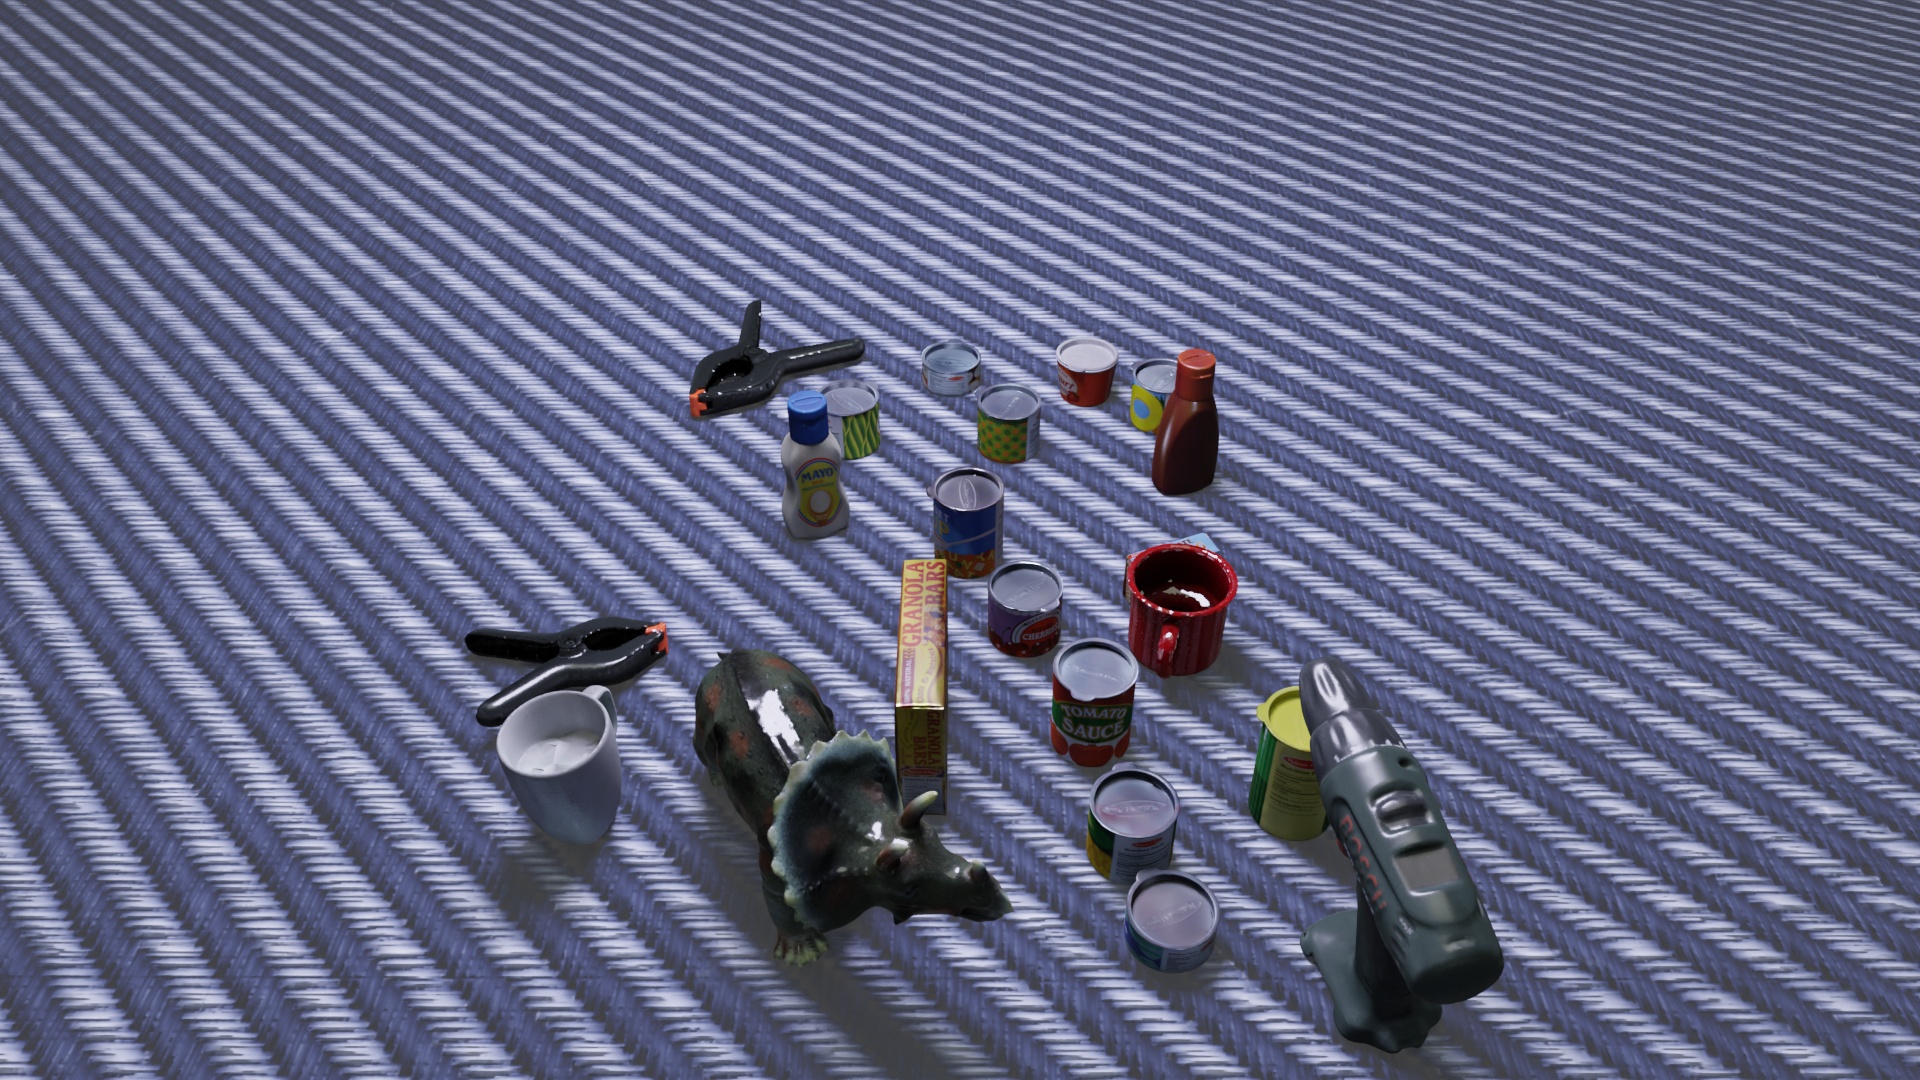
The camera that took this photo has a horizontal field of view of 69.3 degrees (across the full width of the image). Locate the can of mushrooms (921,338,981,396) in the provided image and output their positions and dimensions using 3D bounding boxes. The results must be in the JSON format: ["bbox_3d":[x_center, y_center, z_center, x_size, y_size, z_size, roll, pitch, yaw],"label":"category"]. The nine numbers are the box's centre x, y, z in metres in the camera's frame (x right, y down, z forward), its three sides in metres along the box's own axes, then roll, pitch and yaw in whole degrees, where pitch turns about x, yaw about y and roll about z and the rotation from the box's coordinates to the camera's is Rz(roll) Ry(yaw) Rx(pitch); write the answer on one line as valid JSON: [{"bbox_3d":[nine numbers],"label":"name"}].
[{"bbox_3d":[-0.010,-0.192,1.539,0.071,0.033,0.071,0,40,0],"label":"can of mushrooms"}]

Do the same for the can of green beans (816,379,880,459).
[{"bbox_3d":[-0.116,-0.125,1.440,0.071,0.057,0.071,0,40,0],"label":"can of green beans"}]

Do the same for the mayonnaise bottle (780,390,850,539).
[{"bbox_3d":[-0.139,-0.070,1.304,0.065,0.147,0.041,-13,41,-15],"label":"mayonnaise bottle"}]

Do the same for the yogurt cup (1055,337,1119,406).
[{"bbox_3d":[0.137,-0.182,1.511,0.072,0.053,0.073,0,40,0],"label":"yogurt cup"}]

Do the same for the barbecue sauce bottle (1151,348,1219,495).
[{"bbox_3d":[0.224,-0.115,1.357,0.065,0.147,0.044,-14,42,-16],"label":"barbecue sauce bottle"}]

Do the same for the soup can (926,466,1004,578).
[{"bbox_3d":[0.005,-0.016,1.289,0.071,0.083,0.072,0,40,0],"label":"soup can"}]

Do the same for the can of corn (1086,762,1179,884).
[{"bbox_3d":[0.127,0.211,1.035,0.071,0.058,0.071,0,40,0],"label":"can of corn"}]

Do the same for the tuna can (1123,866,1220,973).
[{"bbox_3d":[0.148,0.268,0.985,0.071,0.032,0.071,0,40,0],"label":"tuna can"}]

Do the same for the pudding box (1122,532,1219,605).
[{"bbox_3d":[0.191,0.028,1.261,0.084,0.049,0.030,-15,42,-17],"label":"pudding box"}]

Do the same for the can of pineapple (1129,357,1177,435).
[{"bbox_3d":[0.213,-0.153,1.474,0.071,0.057,0.071,0,40,0],"label":"can of pineapple"}]

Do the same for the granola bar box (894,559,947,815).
[{"bbox_3d":[-0.030,0.114,1.100,0.039,0.123,0.166,0,40,0],"label":"granola bar box"}]

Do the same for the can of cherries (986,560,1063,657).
[{"bbox_3d":[0.057,0.062,1.215,0.071,0.058,0.072,0,40,0],"label":"can of cherries"}]

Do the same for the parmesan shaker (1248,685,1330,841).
[{"bbox_3d":[0.253,0.169,1.051,0.071,0.102,0.072,0,40,0],"label":"parmesan shaker"}]

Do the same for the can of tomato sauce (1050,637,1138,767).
[{"bbox_3d":[0.106,0.132,1.111,0.071,0.082,0.071,0,40,0],"label":"can of tomato sauce"}]

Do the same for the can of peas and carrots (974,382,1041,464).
[{"bbox_3d":[0.048,-0.122,1.435,0.071,0.058,0.071,0,40,0],"label":"can of peas and carrots"}]
